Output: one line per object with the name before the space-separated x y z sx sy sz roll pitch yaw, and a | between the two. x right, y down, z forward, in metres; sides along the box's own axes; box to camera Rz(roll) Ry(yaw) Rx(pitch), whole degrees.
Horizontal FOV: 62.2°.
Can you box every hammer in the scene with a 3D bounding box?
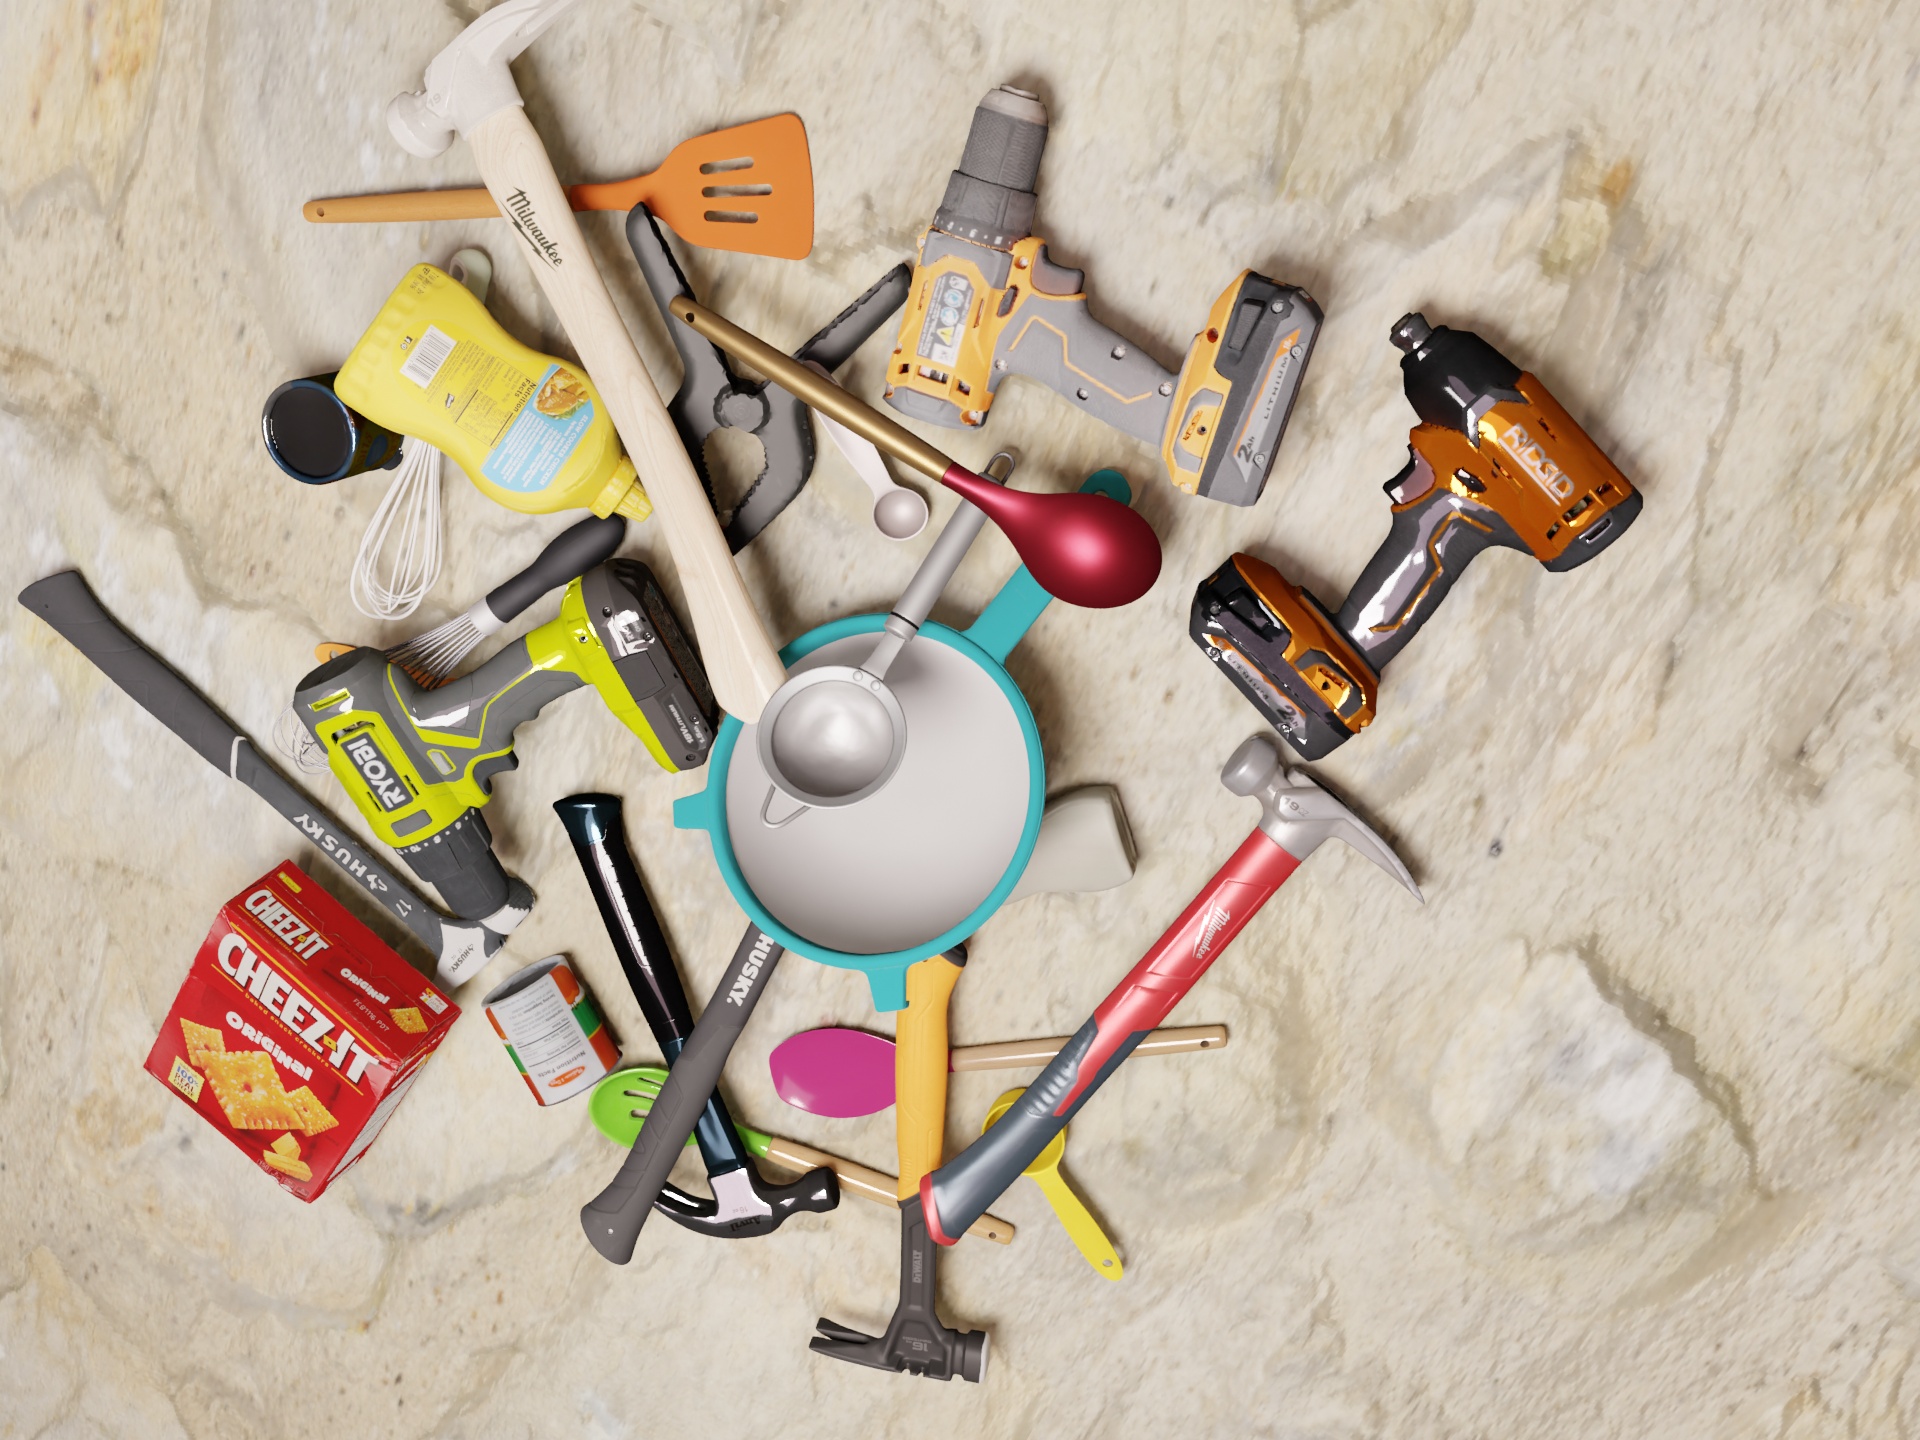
hammer | -0.158 0.212 1.051 0.146 0.035 0.335 27 96 -3
hammer | -0.185 -0.193 0.902 0.146 0.038 0.410 -20 99 35
hammer | -0.492 0.043 1.114 0.409 0.036 0.149 42 113 -3
hammer | -0.198 0.202 1.087 0.128 0.033 0.331 -19 97 7
hammer | -0.035 0.295 1.078 0.127 0.034 0.336 6 107 9
hammer | 0.116 0.198 1.002 0.143 0.038 0.386 38 103 -4

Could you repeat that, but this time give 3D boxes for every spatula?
spatula | -0.246 -0.310 0.947 0.322 0.041 0.081 3 111 16

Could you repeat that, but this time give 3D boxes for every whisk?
whisk | -0.331 -0.051 1.029 0.284 0.070 0.070 -33 99 12
whisk | -0.336 -0.176 1.000 0.058 0.059 0.246 31 110 30

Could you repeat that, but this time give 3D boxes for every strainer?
strainer | -0.037 -0.046 0.916 0.087 0.050 0.258 30 84 13
strainer | -0.002 -0.003 0.968 0.211 0.095 0.340 39 91 20

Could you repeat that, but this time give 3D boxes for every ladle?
ladle | -0.028 -0.154 0.892 0.315 0.031 0.069 32 120 2

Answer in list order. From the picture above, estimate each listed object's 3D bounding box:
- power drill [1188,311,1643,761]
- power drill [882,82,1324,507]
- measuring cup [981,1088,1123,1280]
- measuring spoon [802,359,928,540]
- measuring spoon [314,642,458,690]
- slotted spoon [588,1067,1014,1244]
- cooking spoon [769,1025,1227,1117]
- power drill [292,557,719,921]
power drill | 0.234 -0.104 0.883 0.226 0.084 0.164 -42 95 17
power drill | 0.081 -0.230 0.874 0.226 0.084 0.185 20 111 10
measuring cup | 0.070 0.318 1.090 0.062 0.029 0.156 -28 103 19
measuring spoon | -0.059 -0.162 0.946 0.034 0.018 0.124 -28 114 11
measuring spoon | -0.385 -0.033 1.079 0.117 0.011 0.021 16 103 10
slotted spoon | -0.112 0.313 1.128 0.314 0.031 0.070 19 109 4
cooking spoon | 0.021 0.227 1.073 0.319 0.017 0.068 -8 104 15
power drill | -0.272 0.014 0.999 0.228 0.080 0.190 -24 114 4
